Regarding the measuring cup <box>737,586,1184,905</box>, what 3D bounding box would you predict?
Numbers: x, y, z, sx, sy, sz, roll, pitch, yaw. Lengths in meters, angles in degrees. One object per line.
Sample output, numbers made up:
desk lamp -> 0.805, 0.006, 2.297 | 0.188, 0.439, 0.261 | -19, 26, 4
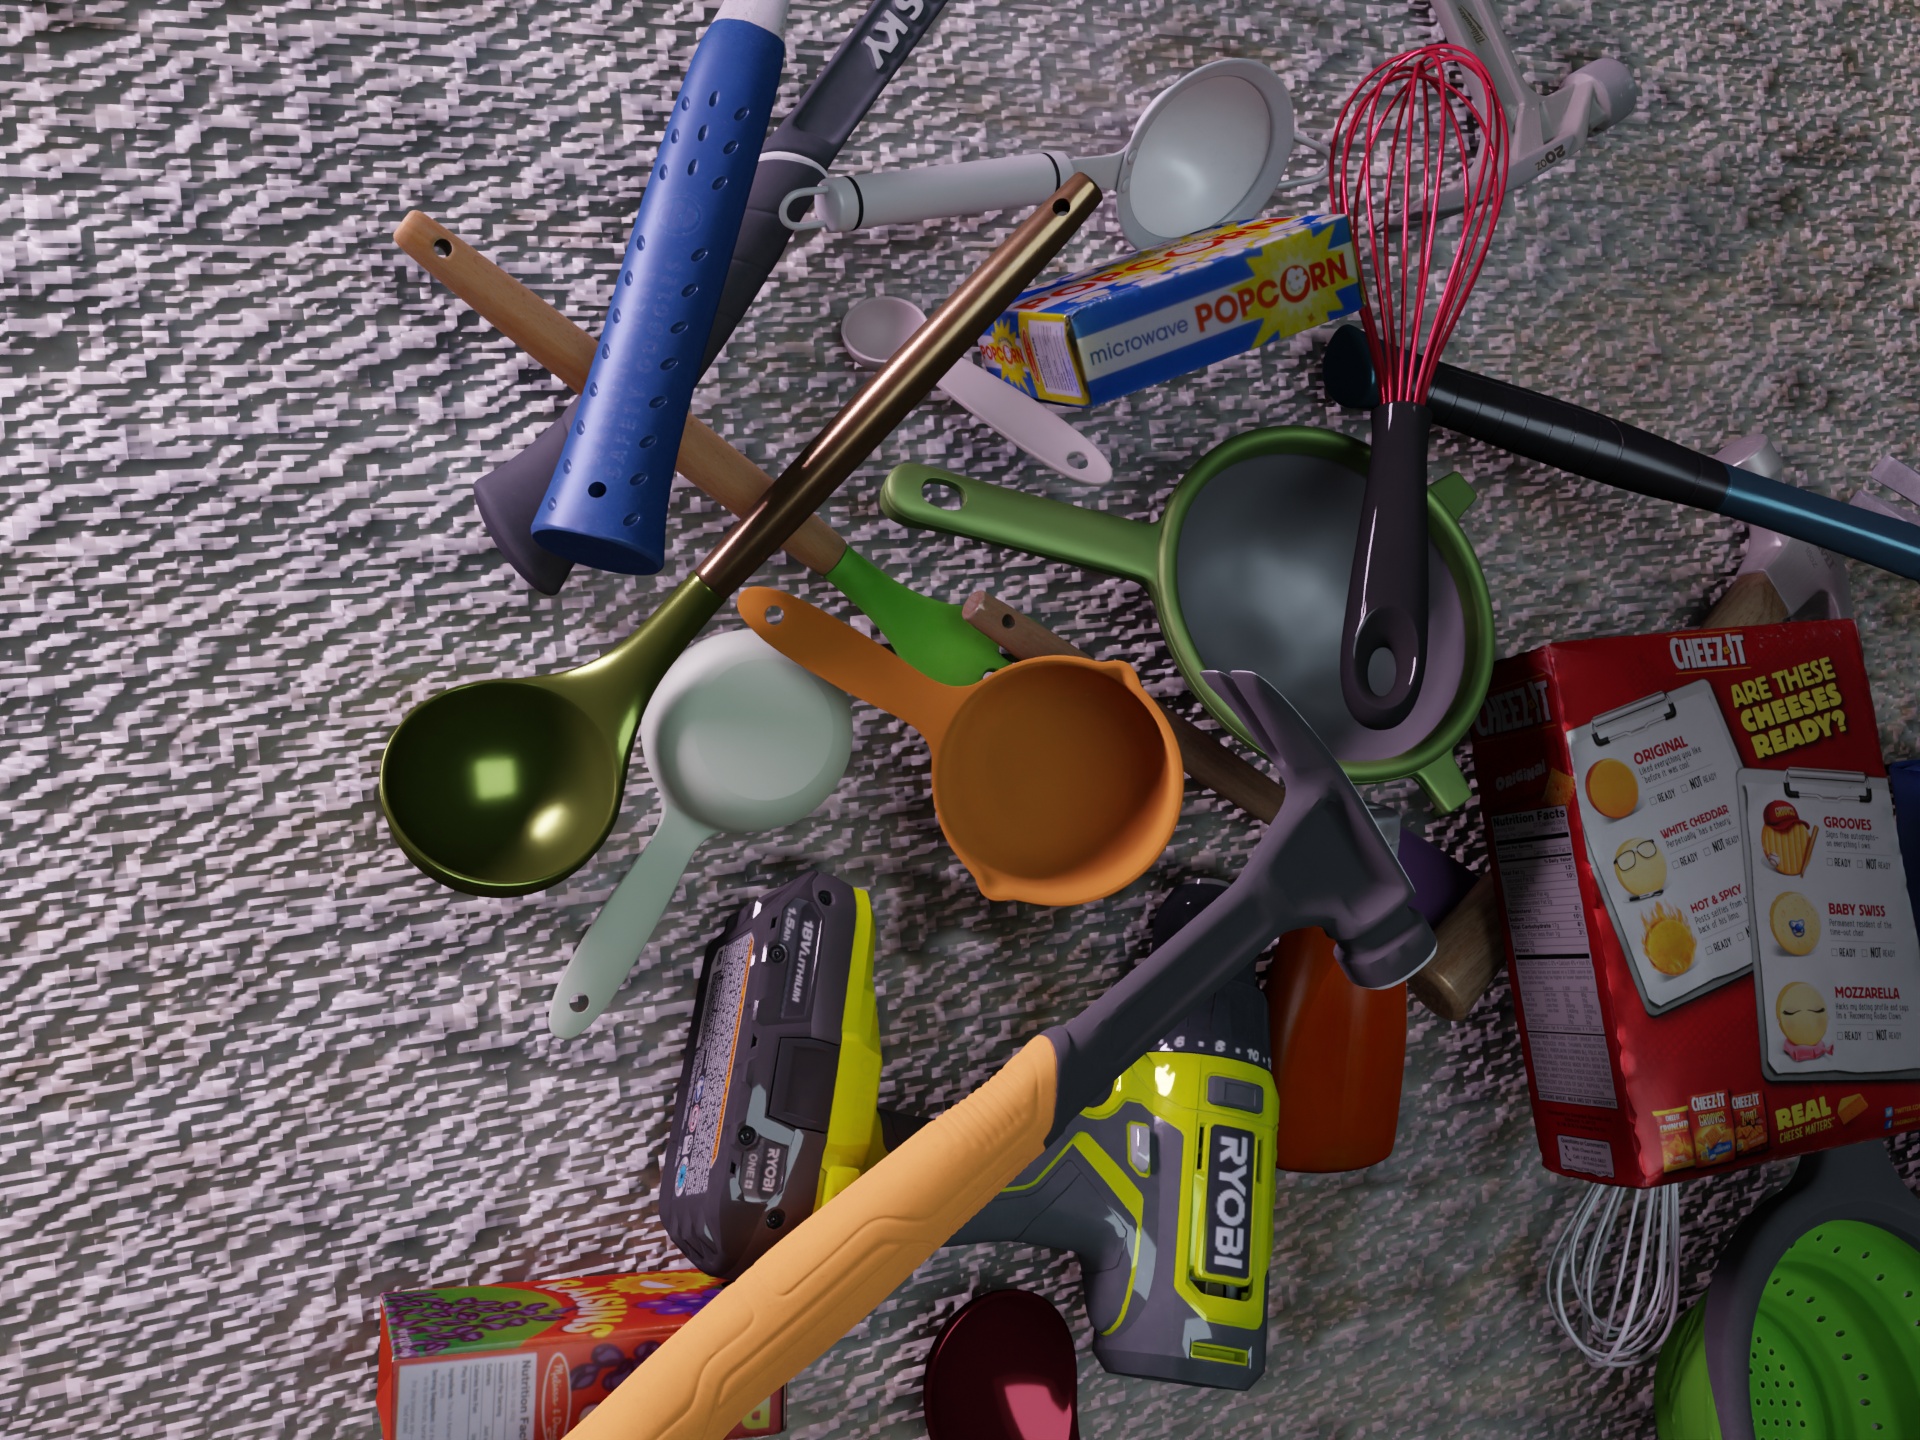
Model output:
measuring cup -> -0.001, -0.002, 0.577 | 0.173, 0.052, 0.095 | 30, 96, 4

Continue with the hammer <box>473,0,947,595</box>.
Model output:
hammer -> -0.052, -0.221, 0.607 | 0.149, 0.036, 0.409 | 36, 76, -18

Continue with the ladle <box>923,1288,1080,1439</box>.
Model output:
ladle -> 0.075, 0.353, 0.637 | 0.069, 0.031, 0.315 | -37, 103, -23

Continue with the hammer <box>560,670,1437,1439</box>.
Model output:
hammer -> 0.006, 0.126, 0.503 | 0.337, 0.034, 0.127 | -38, 105, -16

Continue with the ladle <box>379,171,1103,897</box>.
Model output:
ladle -> -0.068, -0.066, 0.531 | 0.078, 0.062, 0.320 | 45, 94, 5

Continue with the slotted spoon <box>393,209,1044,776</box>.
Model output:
slotted spoon -> -0.066, -0.072, 0.574 | 0.313, 0.031, 0.070 | 38, 76, -24

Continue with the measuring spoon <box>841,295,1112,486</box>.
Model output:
measuring spoon -> 0.006, -0.121, 0.608 | 0.124, 0.018, 0.034 | 36, 64, 13

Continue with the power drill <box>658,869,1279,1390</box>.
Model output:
power drill -> 0.019, 0.133, 0.590 | 0.228, 0.080, 0.191 | 17, 65, -21

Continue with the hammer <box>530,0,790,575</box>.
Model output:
hammer -> -0.076, -0.245, 0.547 | 0.144, 0.035, 0.406 | 13, 76, 0

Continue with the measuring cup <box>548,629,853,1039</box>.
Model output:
measuring cup -> -0.098, 0.041, 0.573 | 0.083, 0.038, 0.168 | 34, 74, -17

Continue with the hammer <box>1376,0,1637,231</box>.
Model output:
hammer -> 0.175, -0.403, 0.703 | 0.149, 0.037, 0.359 | -31, 100, -20

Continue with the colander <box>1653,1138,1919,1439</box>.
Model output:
colander -> 0.387, 0.240, 0.743 | 0.204, 0.094, 0.397 | 12, 66, -21

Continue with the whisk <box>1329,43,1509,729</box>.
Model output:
whisk -> 0.175, -0.138, 0.629 | 0.073, 0.073, 0.296 | 14, 74, -21

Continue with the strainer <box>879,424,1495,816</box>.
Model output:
strainer -> 0.086, -0.050, 0.637 | 0.256, 0.069, 0.152 | 13, 69, -13

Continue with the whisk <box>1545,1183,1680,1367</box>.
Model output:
whisk -> 0.322, 0.174, 0.733 | 0.058, 0.059, 0.246 | 18, 76, 8

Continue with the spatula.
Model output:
spatula -> 0.123, 0.034, 0.655 | 0.315, 0.018, 0.060 | 33, 77, -26

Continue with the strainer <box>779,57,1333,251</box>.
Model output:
strainer -> 0.041, -0.215, 0.621 | 0.258, 0.086, 0.050 | -19, 51, -31

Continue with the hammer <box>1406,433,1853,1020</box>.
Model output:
hammer -> 0.314, 0.014, 0.736 | 0.331, 0.031, 0.130 | -43, 104, -21

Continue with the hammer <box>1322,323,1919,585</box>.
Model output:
hammer -> 0.318, -0.106, 0.696 | 0.331, 0.033, 0.128 | 17, 38, -3
